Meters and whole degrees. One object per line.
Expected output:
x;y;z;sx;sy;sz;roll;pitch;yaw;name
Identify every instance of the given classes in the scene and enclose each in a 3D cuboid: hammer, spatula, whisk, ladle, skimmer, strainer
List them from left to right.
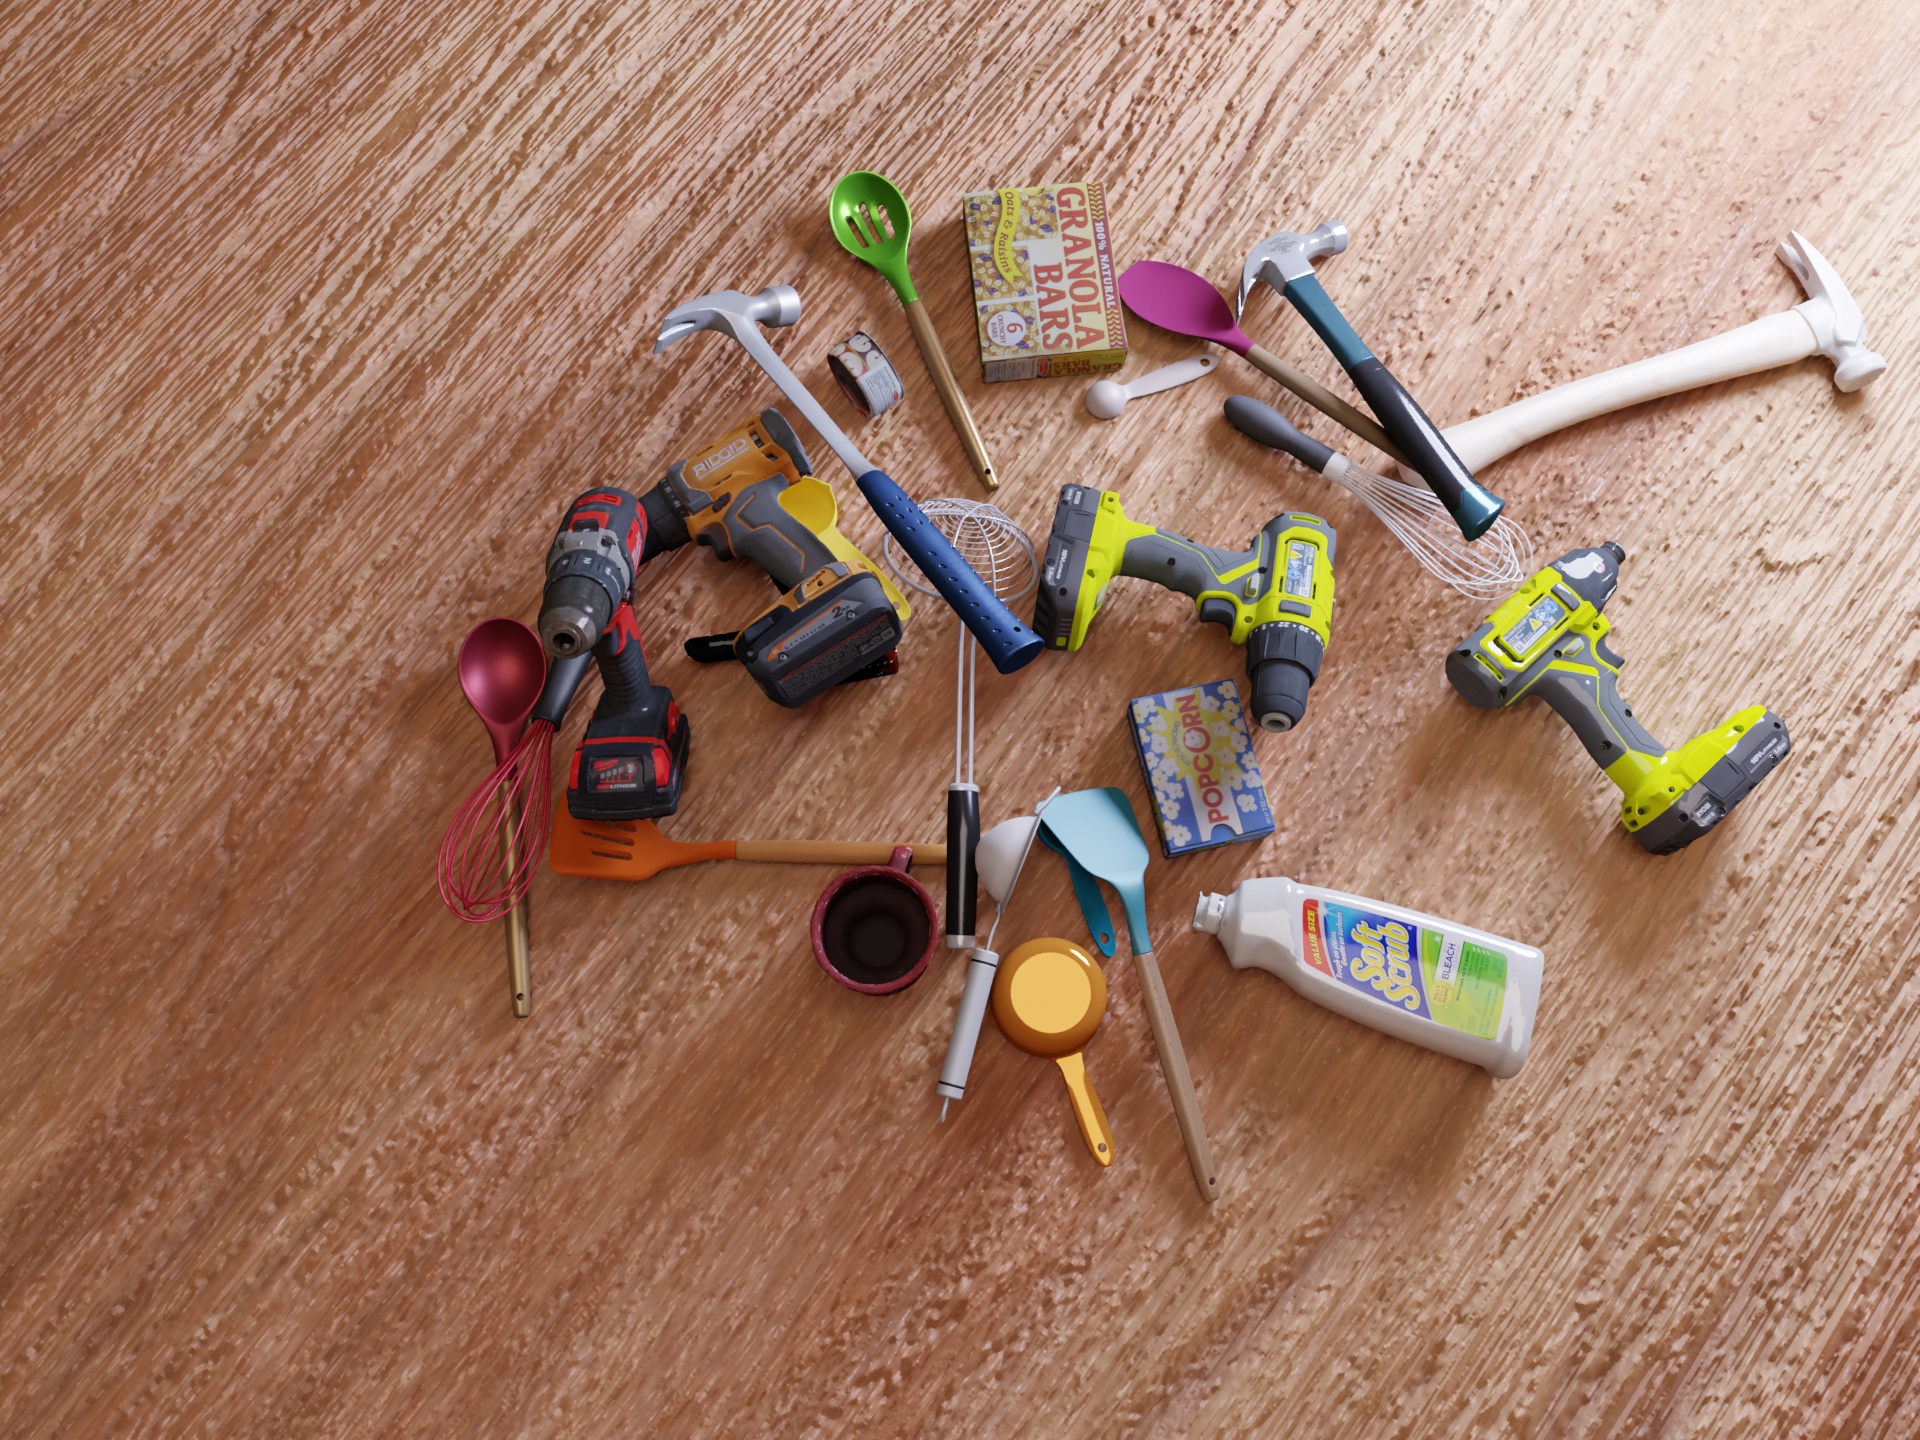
-0.351;0.073;1.240;0.069;0.031;0.316;-5;75;-11;ladle
-0.326;0.019;1.222;0.073;0.073;0.296;12;60;4;whisk
-0.149;0.096;1.224;0.322;0.041;0.081;1;52;-1;spatula
-0.081;-0.191;1.216;0.144;0.035;0.406;-21;64;-41;hammer
-0.002;-0.004;1.247;0.127;0.090;0.363;3;80;-13;skimmer
0.018;0.165;1.161;0.050;0.087;0.258;15;77;1;strainer
0.140;0.201;1.194;0.082;0.044;0.317;-10;80;-30;spatula
0.336;-0.190;1.297;0.285;0.070;0.070;35;77;15;whisk
0.336;-0.278;1.294;0.128;0.033;0.331;-21;63;-15;hammer
0.555;-0.288;1.333;0.410;0.038;0.146;-19;73;-5;hammer

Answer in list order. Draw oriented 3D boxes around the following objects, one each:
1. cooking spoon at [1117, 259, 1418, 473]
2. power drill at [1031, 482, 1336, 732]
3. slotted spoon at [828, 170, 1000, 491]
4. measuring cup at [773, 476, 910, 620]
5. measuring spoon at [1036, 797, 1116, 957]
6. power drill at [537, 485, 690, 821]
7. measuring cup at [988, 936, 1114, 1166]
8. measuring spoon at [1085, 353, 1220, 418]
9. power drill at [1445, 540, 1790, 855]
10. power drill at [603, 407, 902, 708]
0.263;-0.294;1.331;0.319;0.017;0.069;39;69;18;cooking spoon
0.176;-0.091;1.240;0.228;0.080;0.191;12;57;4;power drill
-0.033;-0.331;1.356;0.070;0.031;0.314;-22;77;-6;slotted spoon
-0.096;-0.134;1.299;0.062;0.029;0.156;-42;80;-11;measuring cup
0.089;0.123;1.228;0.042;0.021;0.129;-16;82;-30;measuring spoon
-0.255;-0.035;1.146;0.080;0.226;0.188;-2;33;0;power drill
0.080;0.243;1.172;0.095;0.052;0.174;-19;72;-5;measuring cup
0.164;-0.289;1.345;0.124;0.018;0.034;-21;74;-6;measuring spoon
0.513;-0.022;1.229;0.171;0.080;0.223;-41;78;-10;power drill
-0.170;-0.118;1.237;0.185;0.084;0.226;-32;65;-3;power drill
